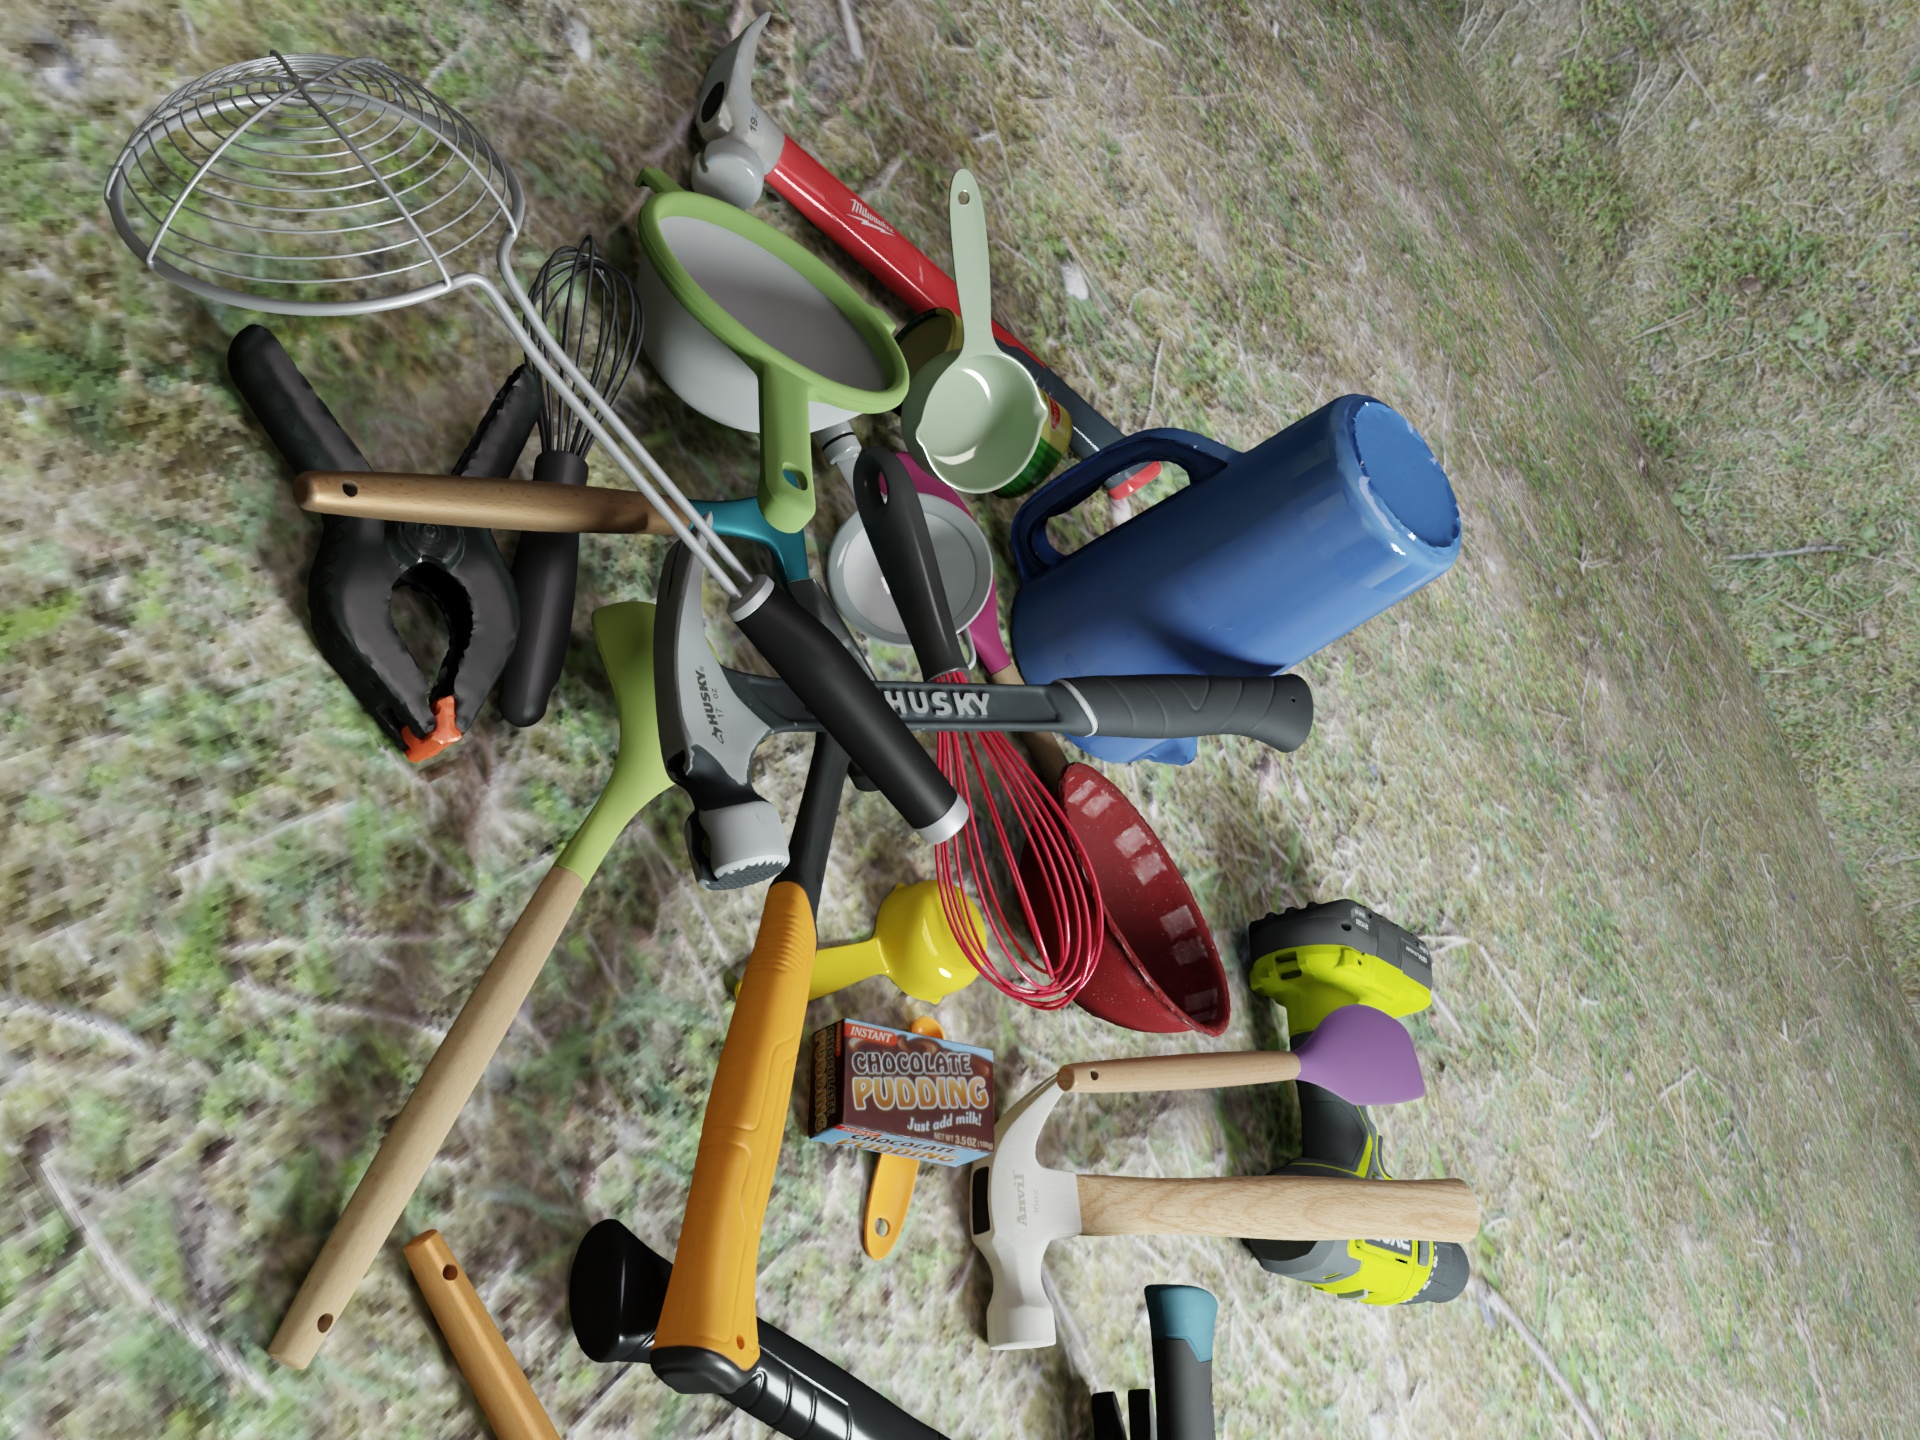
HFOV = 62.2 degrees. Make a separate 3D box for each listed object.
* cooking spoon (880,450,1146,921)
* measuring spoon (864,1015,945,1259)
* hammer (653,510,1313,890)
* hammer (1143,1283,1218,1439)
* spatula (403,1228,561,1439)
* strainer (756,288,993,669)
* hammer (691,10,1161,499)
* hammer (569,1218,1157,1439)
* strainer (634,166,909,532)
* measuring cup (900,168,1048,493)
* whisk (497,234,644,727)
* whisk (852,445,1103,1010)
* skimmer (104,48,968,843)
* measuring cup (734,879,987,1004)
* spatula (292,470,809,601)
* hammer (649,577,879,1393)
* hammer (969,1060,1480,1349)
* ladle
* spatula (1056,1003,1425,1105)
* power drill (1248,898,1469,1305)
[{"bbox_3d":[0.034,-0.007,0.902,0.069,0.017,0.319,-36,100,-39],"label":"cooking spoon"},{"bbox_3d":[-0.027,0.189,0.725,0.021,0.011,0.117,32,50,-23],"label":"measuring spoon"},{"bbox_3d":[0.035,-0.010,0.735,0.408,0.036,0.149,0,67,-44],"label":"hammer"},{"bbox_3d":[0.105,0.419,0.691,0.128,0.033,0.331,24,61,-55],"label":"hammer"},{"bbox_3d":[-0.100,0.312,0.535,0.081,0.041,0.322,-32,96,-53],"label":"spatula"},{"bbox_3d":[-0.058,-0.136,0.841,0.087,0.050,0.258,-26,85,-11],"label":"strainer"},{"bbox_3d":[-0.004,-0.263,0.981,0.385,0.038,0.143,33,46,-37],"label":"hammer"},{"bbox_3d":[-0.025,0.291,0.647,0.334,0.035,0.146,43,42,-28],"label":"hammer"},{"bbox_3d":[-0.097,-0.148,0.735,0.151,0.069,0.257,26,33,-28],"label":"strainer"},{"bbox_3d":[0.000,-0.206,0.849,0.083,0.038,0.167,-16,114,-26],"label":"measuring cup"},{"bbox_3d":[-0.172,-0.107,0.679,0.055,0.055,0.239,26,57,-42],"label":"whisk"},{"bbox_3d":[-0.001,-0.002,0.770,0.073,0.073,0.296,1,65,-51],"label":"whisk"},{"bbox_3d":[-0.132,-0.082,0.572,0.363,0.090,0.127,50,45,-22],"label":"skimmer"},{"bbox_3d":[-0.041,0.109,0.732,0.156,0.029,0.062,-7,76,-54],"label":"measuring cup"},{"bbox_3d":[-0.142,-0.082,0.661,0.317,0.044,0.082,-6,89,-59],"label":"spatula"},{"bbox_3d":[-0.075,0.095,0.642,0.127,0.034,0.337,62,26,-42],"label":"hammer"},{"bbox_3d":[0.148,0.249,0.824,0.331,0.031,0.130,11,61,-31],"label":"hammer"},{"bbox_3d":[-0.167,0.079,0.588,0.320,0.062,0.078,-67,147,-37],"label":"ladle"},{"bbox_3d":[0.161,0.184,0.854,0.315,0.018,0.060,8,62,-44],"label":"spatula"},{"bbox_3d":[0.250,0.243,0.987,0.190,0.080,0.229,29,53,-39],"label":"power drill"}]
